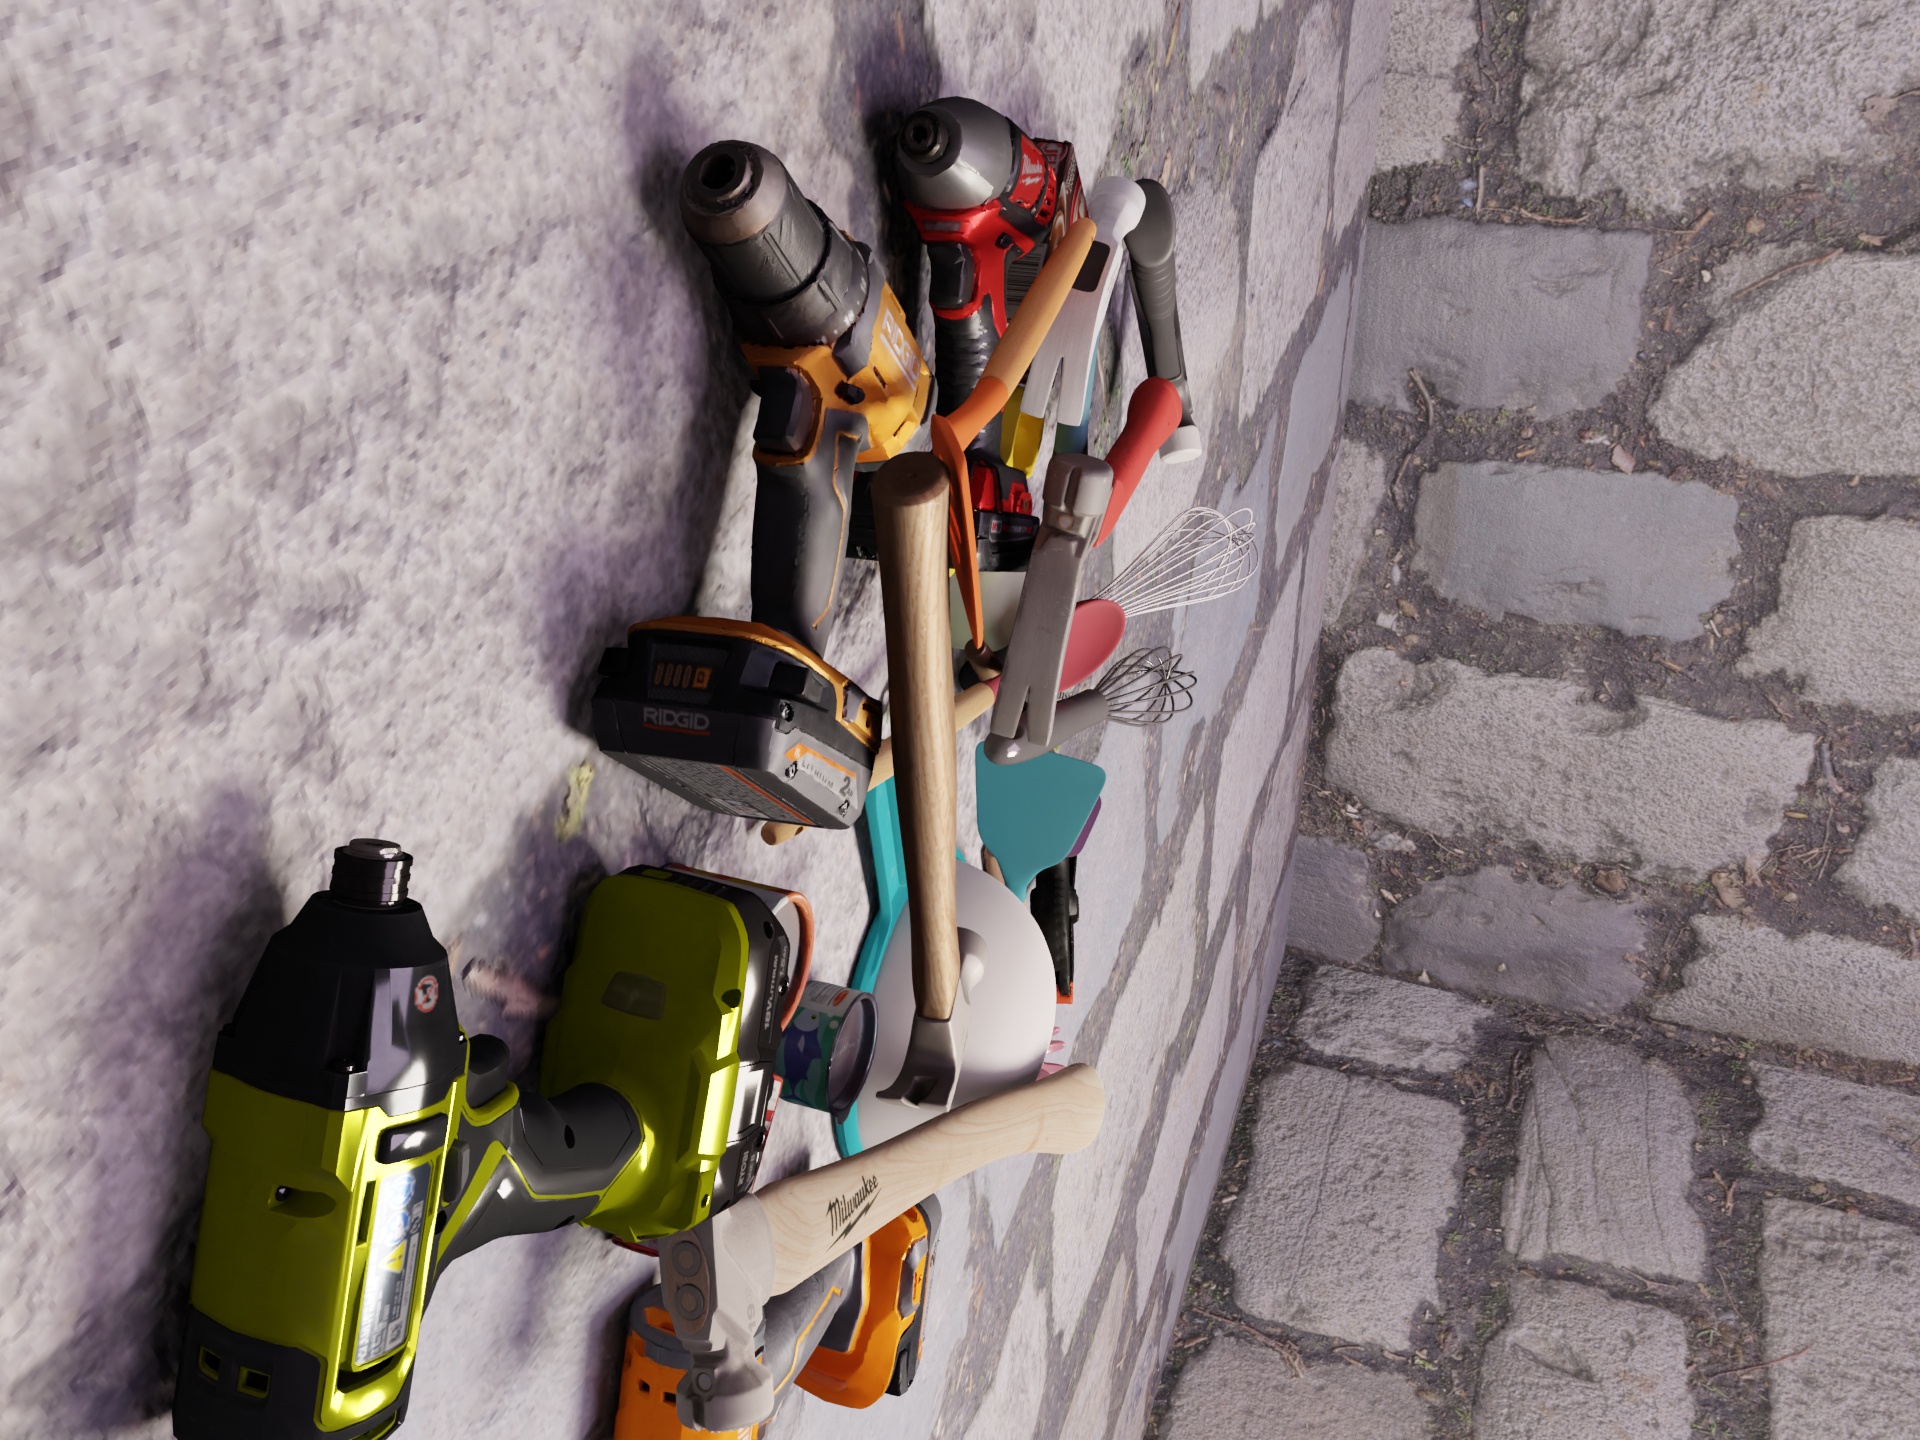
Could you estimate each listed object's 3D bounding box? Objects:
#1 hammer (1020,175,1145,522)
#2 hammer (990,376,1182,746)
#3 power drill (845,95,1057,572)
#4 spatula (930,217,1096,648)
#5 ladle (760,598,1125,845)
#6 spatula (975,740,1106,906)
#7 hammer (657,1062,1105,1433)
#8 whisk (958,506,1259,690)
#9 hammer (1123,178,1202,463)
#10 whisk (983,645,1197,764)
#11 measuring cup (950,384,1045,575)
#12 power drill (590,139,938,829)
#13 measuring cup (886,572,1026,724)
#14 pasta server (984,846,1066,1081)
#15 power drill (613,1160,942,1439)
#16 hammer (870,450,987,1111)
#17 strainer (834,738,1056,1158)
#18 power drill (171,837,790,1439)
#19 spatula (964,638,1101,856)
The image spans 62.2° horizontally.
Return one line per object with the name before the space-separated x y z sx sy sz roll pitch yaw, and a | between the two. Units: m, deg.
hammer | 0.067 -0.163 0.973 0.330 0.033 0.128 90 18 -61
hammer | 0.084 -0.123 0.919 0.359 0.037 0.149 -59 163 -61
power drill | -0.003 -0.185 0.774 0.143 0.078 0.219 -15 111 -71
spatula | 0.029 -0.155 0.700 0.323 0.041 0.081 -66 156 -48
ladle | -0.001 -0.003 0.853 0.315 0.031 0.069 -33 150 -49
spatula | 0.040 0.123 1.089 0.317 0.082 0.044 94 11 -56
hammer | -0.016 0.212 0.805 0.410 0.038 0.146 4 80 -64
whisk | 0.103 -0.078 1.061 0.284 0.070 0.070 -29 133 -34
hammer | 0.130 -0.279 1.052 0.334 0.035 0.146 23 58 -80
whisk | 0.084 -0.006 0.998 0.239 0.055 0.055 -21 121 -54
measuring cup | 0.009 -0.136 0.919 0.062 0.029 0.157 83 30 -50
power drill | -0.073 -0.087 0.610 0.185 0.084 0.226 49 50 -68
measuring cup | 0.002 -0.050 0.921 0.168 0.038 0.083 -62 156 -45
pasta server | 0.050 0.197 1.219 0.315 0.040 0.060 79 8 -46
power drill | -0.094 0.329 0.790 0.226 0.084 0.164 -13 113 -66
hammer | -0.014 0.041 0.661 0.130 0.031 0.331 -77 169 -49
strainer | 0.001 0.141 0.939 0.340 0.095 0.211 84 24 -45
power drill | -0.144 0.118 0.517 0.223 0.080 0.171 0 100 -69
spatula | 0.051 0.023 1.030 0.060 0.018 0.315 -64 155 -15
